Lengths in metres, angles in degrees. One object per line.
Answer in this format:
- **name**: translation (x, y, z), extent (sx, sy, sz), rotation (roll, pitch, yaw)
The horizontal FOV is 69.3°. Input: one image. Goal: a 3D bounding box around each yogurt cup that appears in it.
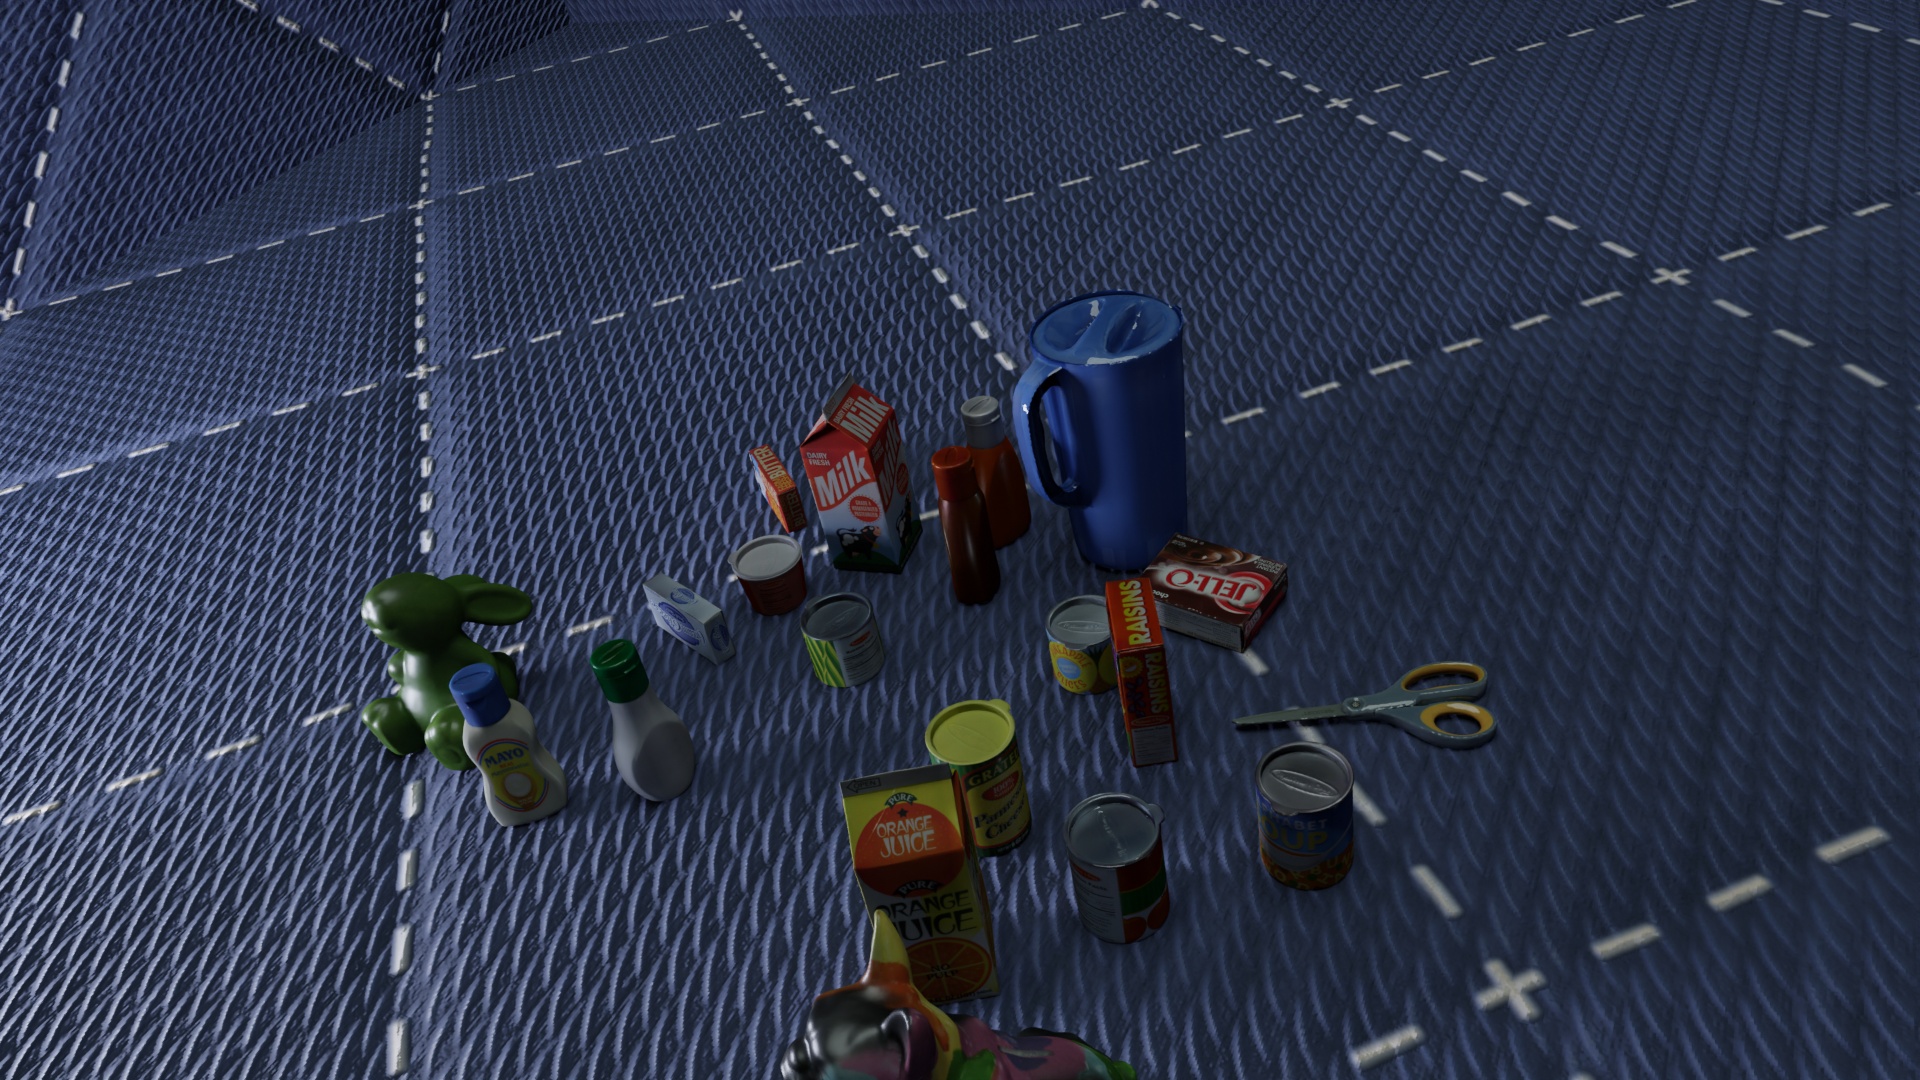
- **yogurt cup**: translation (-0.180, 0.035, 1.335), extent (0.072, 0.053, 0.073), rotation (-8, 36, 6)

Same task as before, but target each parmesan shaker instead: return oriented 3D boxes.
- **parmesan shaker**: translation (0.017, 0.178, 1.041), extent (0.071, 0.102, 0.072), rotation (-8, 36, 6)

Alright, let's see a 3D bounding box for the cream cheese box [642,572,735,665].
- **cream cheese box**: translation (-0.255, 0.073, 1.304), extent (0.024, 0.053, 0.104), rotation (-36, 42, -30)

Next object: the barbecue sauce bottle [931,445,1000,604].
- **barbecue sauce bottle**: translation (0.005, -0.016, 1.272), extent (0.043, 0.147, 0.065), rotation (-3, 36, 12)

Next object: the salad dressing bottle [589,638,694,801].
- **salad dressing bottle**: translation (-0.259, 0.146, 1.125), extent (0.044, 0.147, 0.064), rotation (20, 46, 36)

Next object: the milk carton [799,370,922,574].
- **milk carton**: translation (-0.097, -0.064, 1.331), extent (0.073, 0.189, 0.073), rotation (3, 38, 20)

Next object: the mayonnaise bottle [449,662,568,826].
- **mayonnaise bottle**: translation (-0.371, 0.166, 1.128), extent (0.065, 0.147, 0.041), rotation (-17, 36, -8)

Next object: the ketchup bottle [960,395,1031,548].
- **ketchup bottle**: translation (0.031, -0.067, 1.335), extent (0.043, 0.148, 0.065), rotation (21, 47, 38)

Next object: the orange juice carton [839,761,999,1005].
- **orange juice carton**: translation (-0.025, 0.219, 0.919), extent (0.072, 0.191, 0.073), rotation (-11, 35, 2)

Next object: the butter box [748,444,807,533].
- **butter box**: translation (-0.192, -0.055, 1.464), extent (0.024, 0.052, 0.104), rotation (-22, 37, -14)

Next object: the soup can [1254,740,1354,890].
- **soup can**: translation (0.240, 0.195, 0.971), extent (0.071, 0.083, 0.072), rotation (-8, 36, 6)

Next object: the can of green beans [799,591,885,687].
- **can of green beans**: translation (-0.104, 0.088, 1.237), extent (0.071, 0.057, 0.071), rotation (-8, 36, 6)

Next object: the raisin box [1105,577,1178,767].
- **raisin box**: translation (0.141, 0.103, 1.091), extent (0.040, 0.122, 0.086), rotation (-8, 35, 5)

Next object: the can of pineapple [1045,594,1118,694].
- **can of pineapple**: translation (0.107, 0.089, 1.176), extent (0.071, 0.057, 0.071), rotation (-8, 36, 6)

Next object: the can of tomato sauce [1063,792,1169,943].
- **can of tomato sauce**: translation (0.111, 0.227, 0.964), extent (0.071, 0.082, 0.071), rotation (-8, 36, 6)
